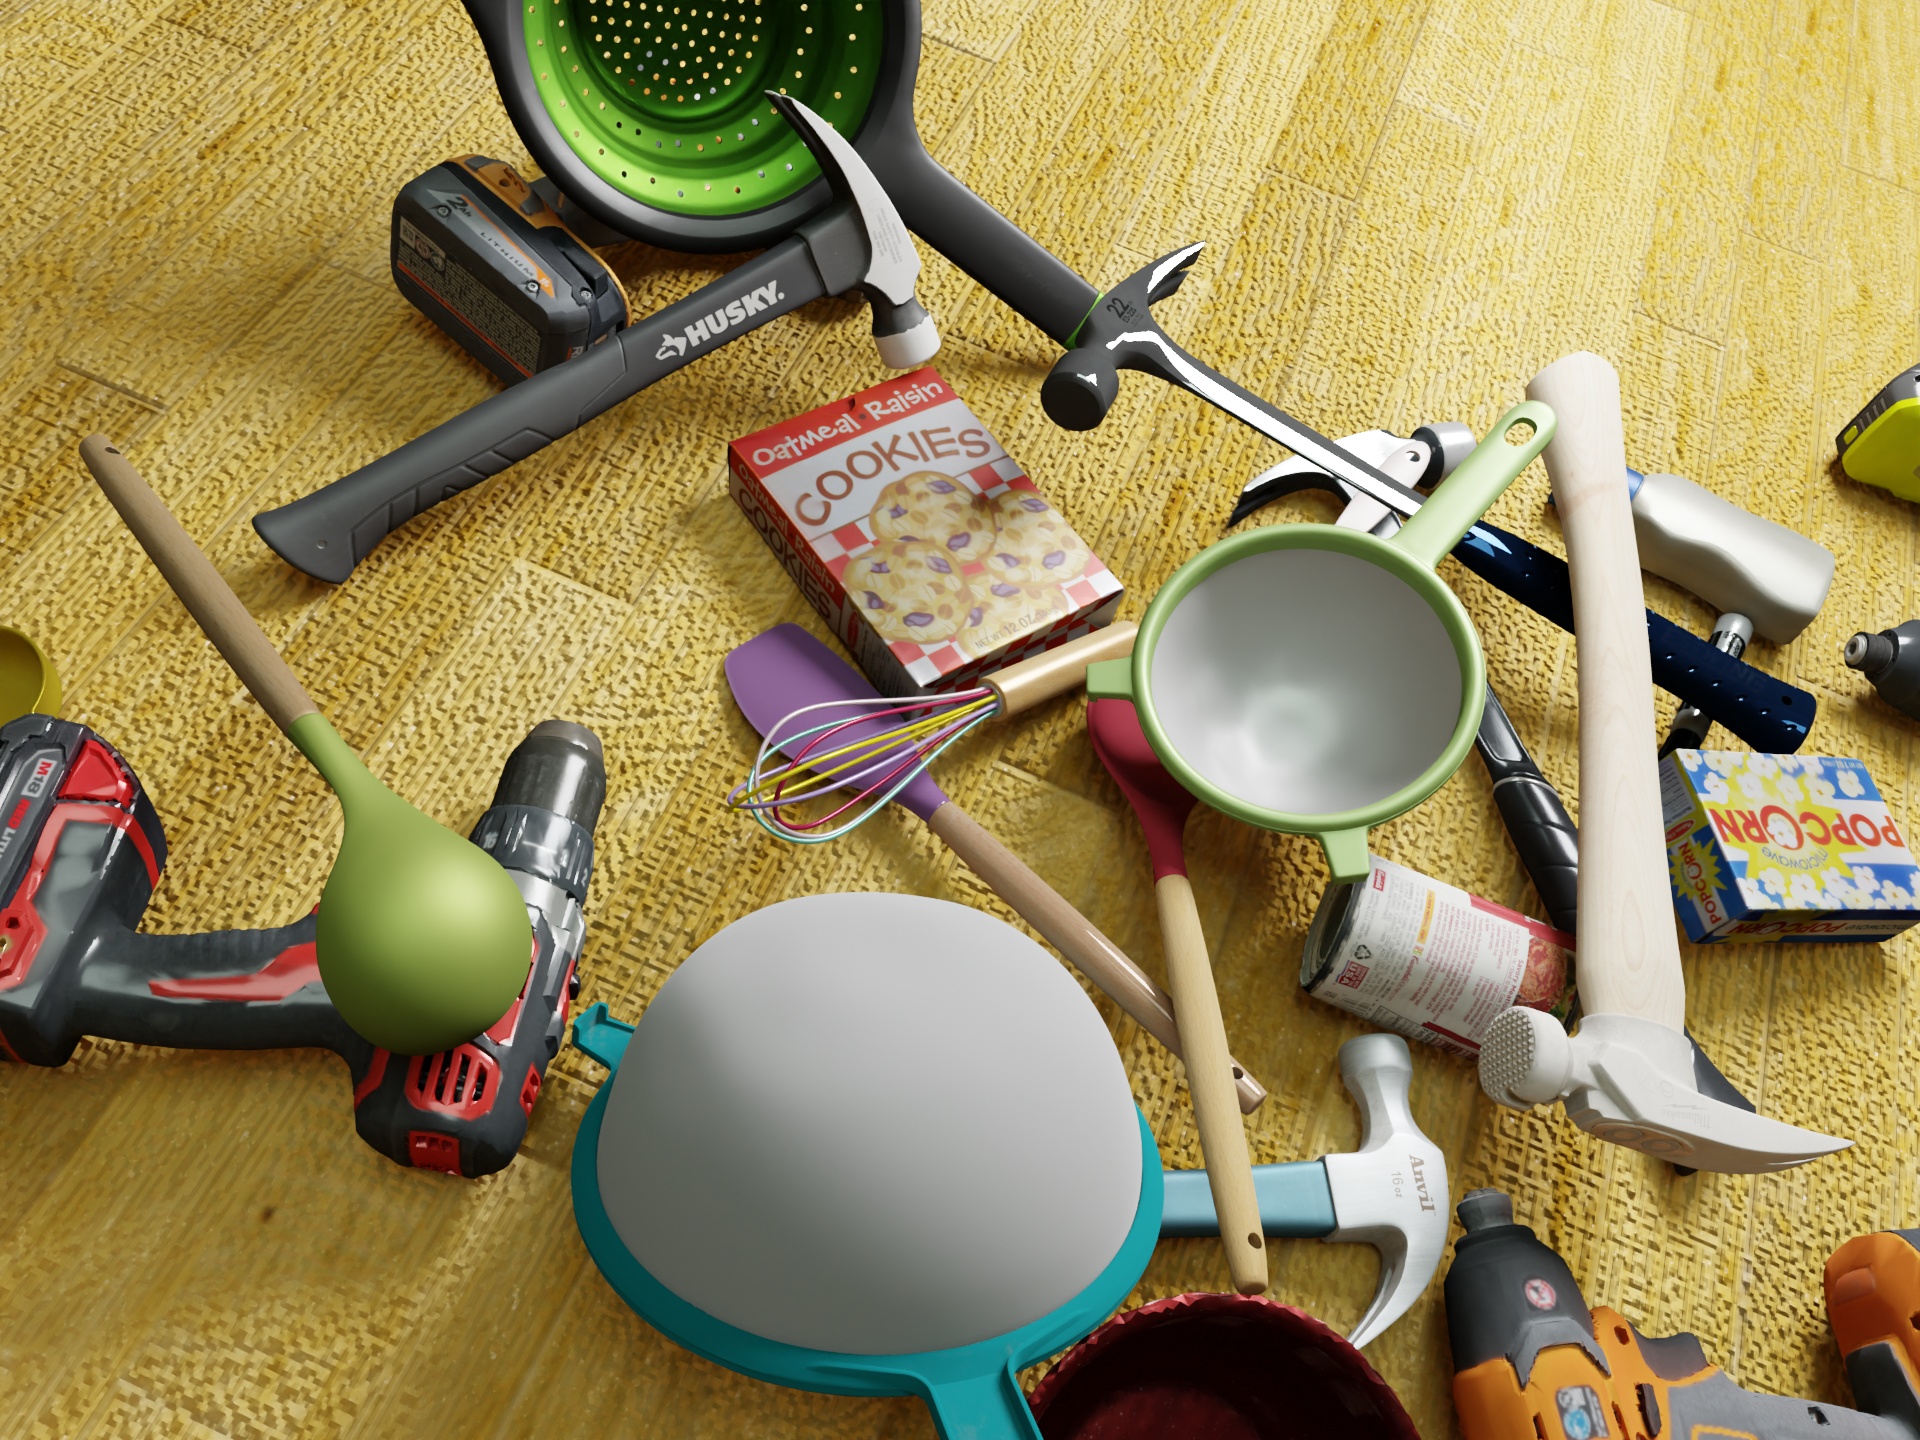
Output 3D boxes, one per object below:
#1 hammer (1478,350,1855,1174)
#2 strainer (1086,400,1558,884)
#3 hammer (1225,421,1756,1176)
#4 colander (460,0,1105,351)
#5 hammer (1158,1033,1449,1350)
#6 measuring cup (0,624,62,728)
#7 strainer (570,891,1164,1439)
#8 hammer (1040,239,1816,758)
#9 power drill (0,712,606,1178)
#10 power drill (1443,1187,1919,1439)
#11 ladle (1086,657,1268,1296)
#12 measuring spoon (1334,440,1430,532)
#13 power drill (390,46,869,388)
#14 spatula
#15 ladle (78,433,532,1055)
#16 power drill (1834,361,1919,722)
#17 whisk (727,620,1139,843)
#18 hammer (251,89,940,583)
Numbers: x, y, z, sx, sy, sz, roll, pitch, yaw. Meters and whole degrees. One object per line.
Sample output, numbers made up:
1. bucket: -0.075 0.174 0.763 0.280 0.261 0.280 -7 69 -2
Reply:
1. hammer: 0.300 -0.007 0.711 0.146 0.038 0.411 18 56 -11
2. strainer: 0.188 -0.045 0.726 0.152 0.069 0.256 38 73 22
3. hammer: 0.261 0.019 0.772 0.149 0.036 0.409 -10 60 -16
4. colander: -0.069 -0.305 0.814 0.396 0.204 0.095 29 15 -33
5. hammer: 0.032 0.188 0.617 0.331 0.033 0.128 1 56 -10
6. measuring cup: -0.428 0.029 0.640 0.062 0.029 0.156 30 68 9
7. strainer: -0.009 0.147 0.501 0.211 0.095 0.341 -4 26 -18
8. hammer: 0.241 -0.103 0.791 0.405 0.035 0.144 30 53 0
9. power drill: -0.255 0.065 0.616 0.226 0.080 0.188 13 56 -6
10. power drill: 0.297 0.251 0.602 0.226 0.084 0.164 -4 58 -9
11. ladle: 0.093 0.087 0.656 0.069 0.031 0.316 16 40 -17
12. measuring spoon: 0.210 -0.112 0.814 0.034 0.018 0.124 37 59 14
13. power drill: -0.157 -0.253 0.841 0.185 0.084 0.226 40 54 6
14. spatula: 0.007 0.058 0.690 0.060 0.018 0.316 -34 62 -31
15. ladle: -0.263 -0.004 0.598 0.320 0.062 0.078 44 24 25
16. power drill: 0.564 -0.087 0.878 0.171 0.080 0.223 14 59 -2
17. whisk: 0.000 -0.003 0.706 0.245 0.047 0.051 -23 55 -38
18. hammer: -0.172 -0.165 0.747 0.335 0.146 0.035 -32 36 -12
